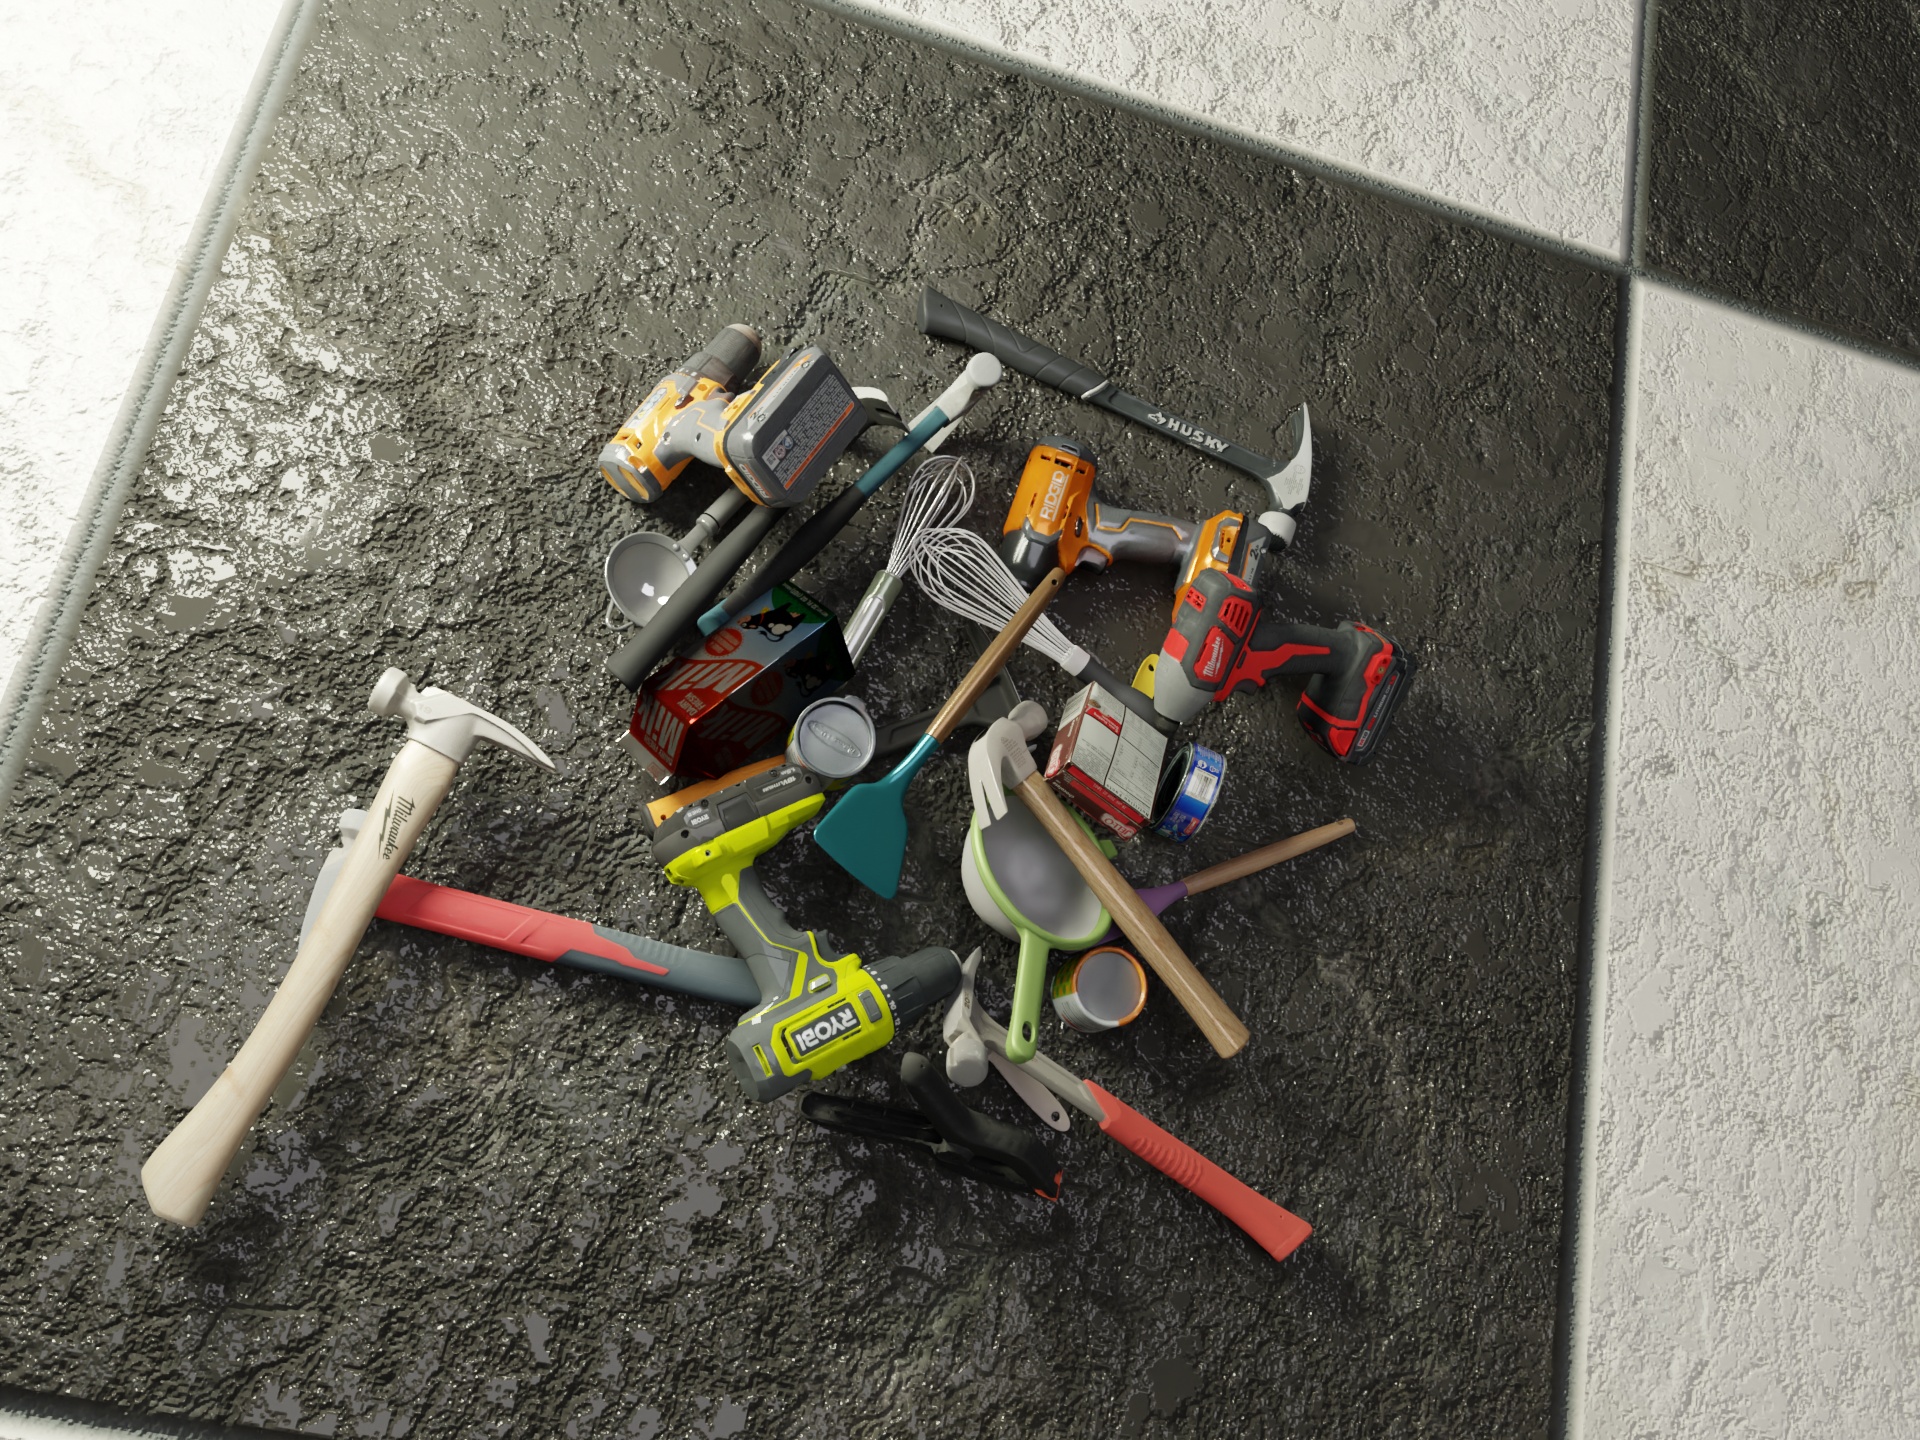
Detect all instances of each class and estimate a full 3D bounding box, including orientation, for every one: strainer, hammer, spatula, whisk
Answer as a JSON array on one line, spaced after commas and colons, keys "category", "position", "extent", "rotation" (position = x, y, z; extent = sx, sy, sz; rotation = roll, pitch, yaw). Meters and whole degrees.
[{"category": "strainer", "position": [-0.219, -0.159, 1.348], "extent": [0.086, 0.050, 0.258], "rotation": [48, 62, -16]}, {"category": "hammer", "position": [-0.451, 0.169, 1.156], "extent": [0.146, 0.038, 0.411], "rotation": [27, 73, -8]}, {"category": "hammer", "position": [0.146, -0.306, 1.488], "extent": [0.409, 0.036, 0.149], "rotation": [24, 69, -6]}, {"category": "spatula", "position": [-0.002, -0.004, 1.274], "extent": [0.082, 0.044, 0.317], "rotation": [41, 72, -15]}, {"category": "hammer", "position": [-0.106, 0.023, 1.327], "extent": [0.337, 0.034, 0.127], "rotation": [-20, 81, -19]}, {"category": "whisk", "position": [-0.056, -0.130, 1.378], "extent": [0.058, 0.059, 0.246], "rotation": [30, 74, -3]}, {"category": "hammer", "position": [0.122, 0.138, 1.293], "extent": [0.331, 0.031, 0.130], "rotation": [52, 37, 1]}, {"category": "spatula", "position": [0.213, 0.136, 1.377], "extent": [0.316, 0.018, 0.060], "rotation": [-17, 34, -22]}, {"category": "hammer", "position": [-0.303, 0.187, 1.226], "extent": [0.386, 0.038, 0.143], "rotation": [16, 72, -10]}, {"category": "hammer", "position": [-0.170, -0.152, 1.296], "extent": [0.335, 0.146, 0.035], "rotation": [-52, 121, -21]}, {"category": "hammer", "position": [-0.097, -0.185, 1.357], "extent": [0.331, 0.128, 0.033], "rotation": [-45, 96, -12]}, {"category": "strainer", "position": [0.046, 0.169, 1.274], "extent": [0.151, 0.069, 0.257], "rotation": [32, 43, -22]}, {"category": "hammer", "position": [0.136, 0.322, 1.280], "extent": [0.359, 0.149, 0.036], "rotation": [36, 112, -12]}, {"category": "whisk", "position": [0.073, -0.071, 1.360], "extent": [0.284, 0.070, 0.070], "rotation": [37, 68, -12]}]

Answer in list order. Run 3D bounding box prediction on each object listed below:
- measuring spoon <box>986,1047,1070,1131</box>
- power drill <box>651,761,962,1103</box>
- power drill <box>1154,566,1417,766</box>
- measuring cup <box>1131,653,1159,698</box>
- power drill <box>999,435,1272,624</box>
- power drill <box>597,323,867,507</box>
[{"category": "measuring spoon", "position": [0.044, 0.291, 1.301], "extent": [0.124, 0.018, 0.034], "rotation": [47, 67, -5]}, {"category": "power drill", "position": [-0.119, 0.154, 1.226], "extent": [0.190, 0.080, 0.228], "rotation": [-24, 82, -25]}, {"category": "power drill", "position": [0.270, -0.038, 1.373], "extent": [0.219, 0.079, 0.143], "rotation": [15, 108, -25]}, {"category": "measuring cup", "position": [0.144, 0.005, 1.407], "extent": [0.062, 0.029, 0.157], "rotation": [32, 57, -8]}, {"category": "power drill", "position": [0.147, -0.142, 1.418], "extent": [0.226, 0.084, 0.164], "rotation": [21, 72, -4]}, {"category": "power drill", "position": [-0.178, -0.257, 1.305], "extent": [0.185, 0.226, 0.084], "rotation": [-55, 130, -22]}]
